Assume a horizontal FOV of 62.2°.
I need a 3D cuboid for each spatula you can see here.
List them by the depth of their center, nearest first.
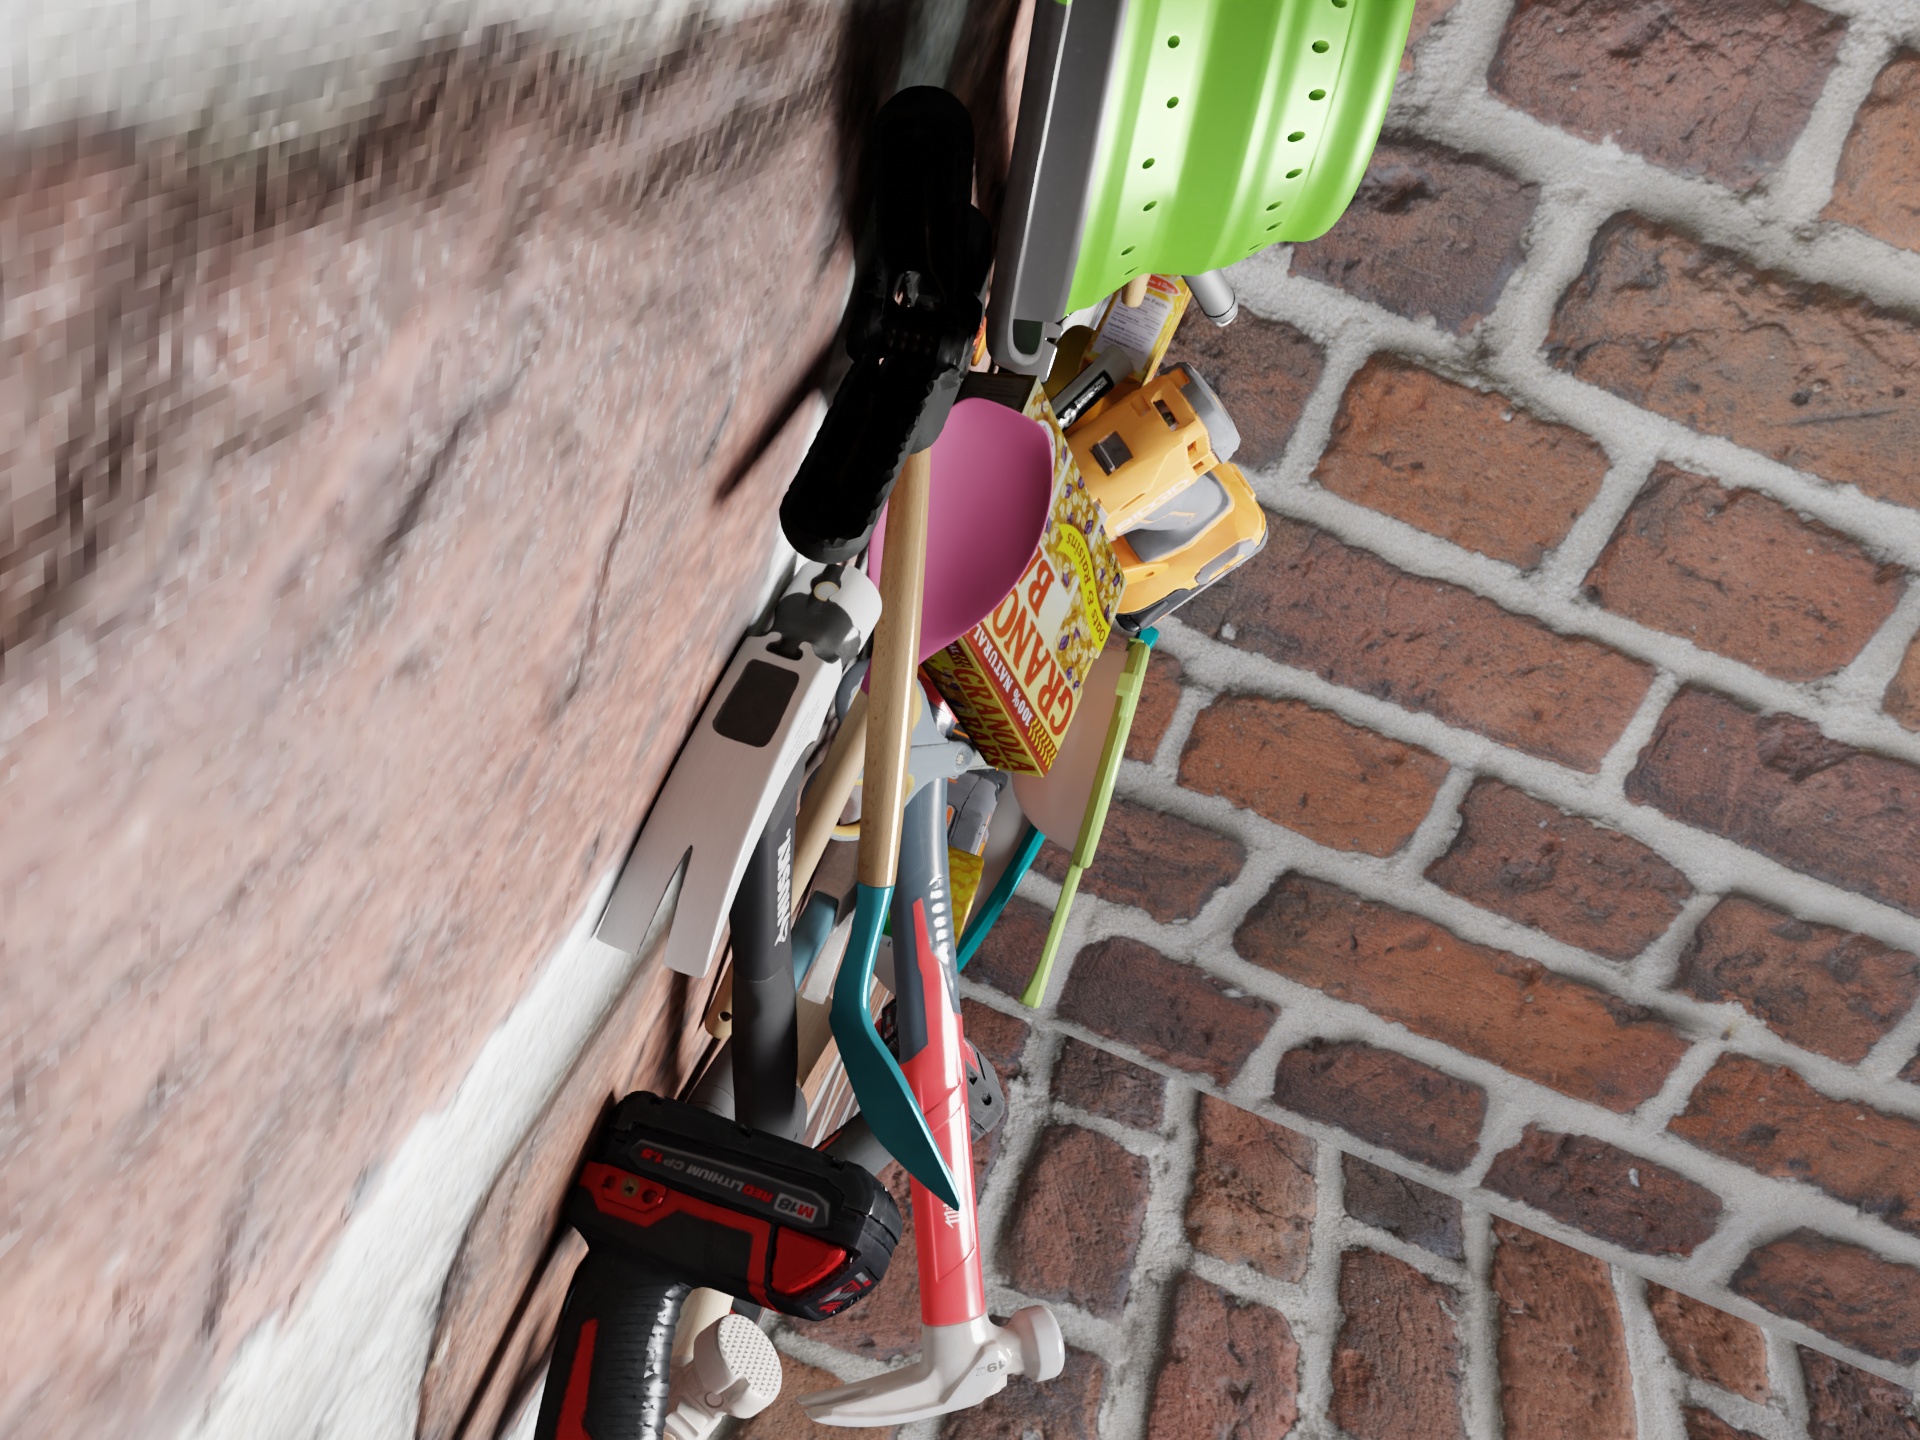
[{"bbox_3d":[-0.023,0.040,0.645,0.082,0.044,0.317,19,-74,59],"label":"spatula"}]

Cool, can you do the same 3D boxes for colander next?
[{"bbox_3d":[0.067,-0.193,0.518,0.397,0.094,0.204,129,-30,-89],"label":"colander"}]

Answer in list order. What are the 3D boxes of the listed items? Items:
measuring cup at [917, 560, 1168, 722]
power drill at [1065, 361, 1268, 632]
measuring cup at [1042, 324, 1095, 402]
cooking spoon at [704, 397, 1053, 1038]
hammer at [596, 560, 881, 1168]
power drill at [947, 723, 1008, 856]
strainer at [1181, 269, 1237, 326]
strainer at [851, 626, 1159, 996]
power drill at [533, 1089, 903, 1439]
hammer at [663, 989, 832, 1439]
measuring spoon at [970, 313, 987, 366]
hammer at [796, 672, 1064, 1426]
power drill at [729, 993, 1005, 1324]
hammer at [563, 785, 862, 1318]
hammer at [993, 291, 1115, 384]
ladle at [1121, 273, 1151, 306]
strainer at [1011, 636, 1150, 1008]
[{"bbox_3d":[0.053,-0.048,0.898,0.173,0.052,0.095,-17,160,-20],"label":"measuring cup"},{"bbox_3d":[0.091,-0.115,0.961,0.185,0.084,0.226,-35,165,11],"label":"power drill"},{"bbox_3d":[0.045,-0.193,1.038,0.156,0.029,0.062,-55,174,-10],"label":"measuring cup"},{"bbox_3d":[-0.047,0.010,0.687,0.017,0.068,0.318,-104,-142,-66],"label":"cooking spoon"},{"bbox_3d":[-0.078,0.101,0.613,0.334,0.035,0.146,98,13,-51],"label":"hammer"},{"bbox_3d":[-0.002,-0.003,1.007,0.227,0.084,0.164,-70,179,-50],"label":"power drill"},{"bbox_3d":[0.093,-0.243,0.752,0.087,0.050,0.258,-46,155,8],"label":"strainer"},{"bbox_3d":[0.015,0.054,1.155,0.340,0.095,0.211,-57,-177,12],"label":"strainer"},{"bbox_3d":[-0.104,0.259,0.566,0.078,0.143,0.220,80,29,-62],"label":"power drill"},{"bbox_3d":[-0.124,0.249,0.825,0.146,0.038,0.411,-39,-171,12],"label":"hammer"},{"bbox_3d":[0.031,-0.214,0.732,0.021,0.011,0.117,85,28,-82],"label":"measuring spoon"},{"bbox_3d":[-0.030,0.169,0.836,0.038,0.143,0.386,178,-93,-68],"label":"hammer"},{"bbox_3d":[-0.085,0.268,0.971,0.226,0.080,0.188,-43,-177,-2],"label":"power drill"},{"bbox_3d":[-0.110,0.168,0.802,0.331,0.033,0.128,-62,172,-53],"label":"hammer"},{"bbox_3d":[0.077,-0.266,0.930,0.337,0.034,0.127,-60,172,-66],"label":"hammer"},{"bbox_3d":[0.110,-0.334,0.740,0.069,0.031,0.315,-67,171,-45],"label":"ladle"},{"bbox_3d":[0.057,0.064,1.037,0.151,0.069,0.256,-56,163,-75],"label":"strainer"}]
